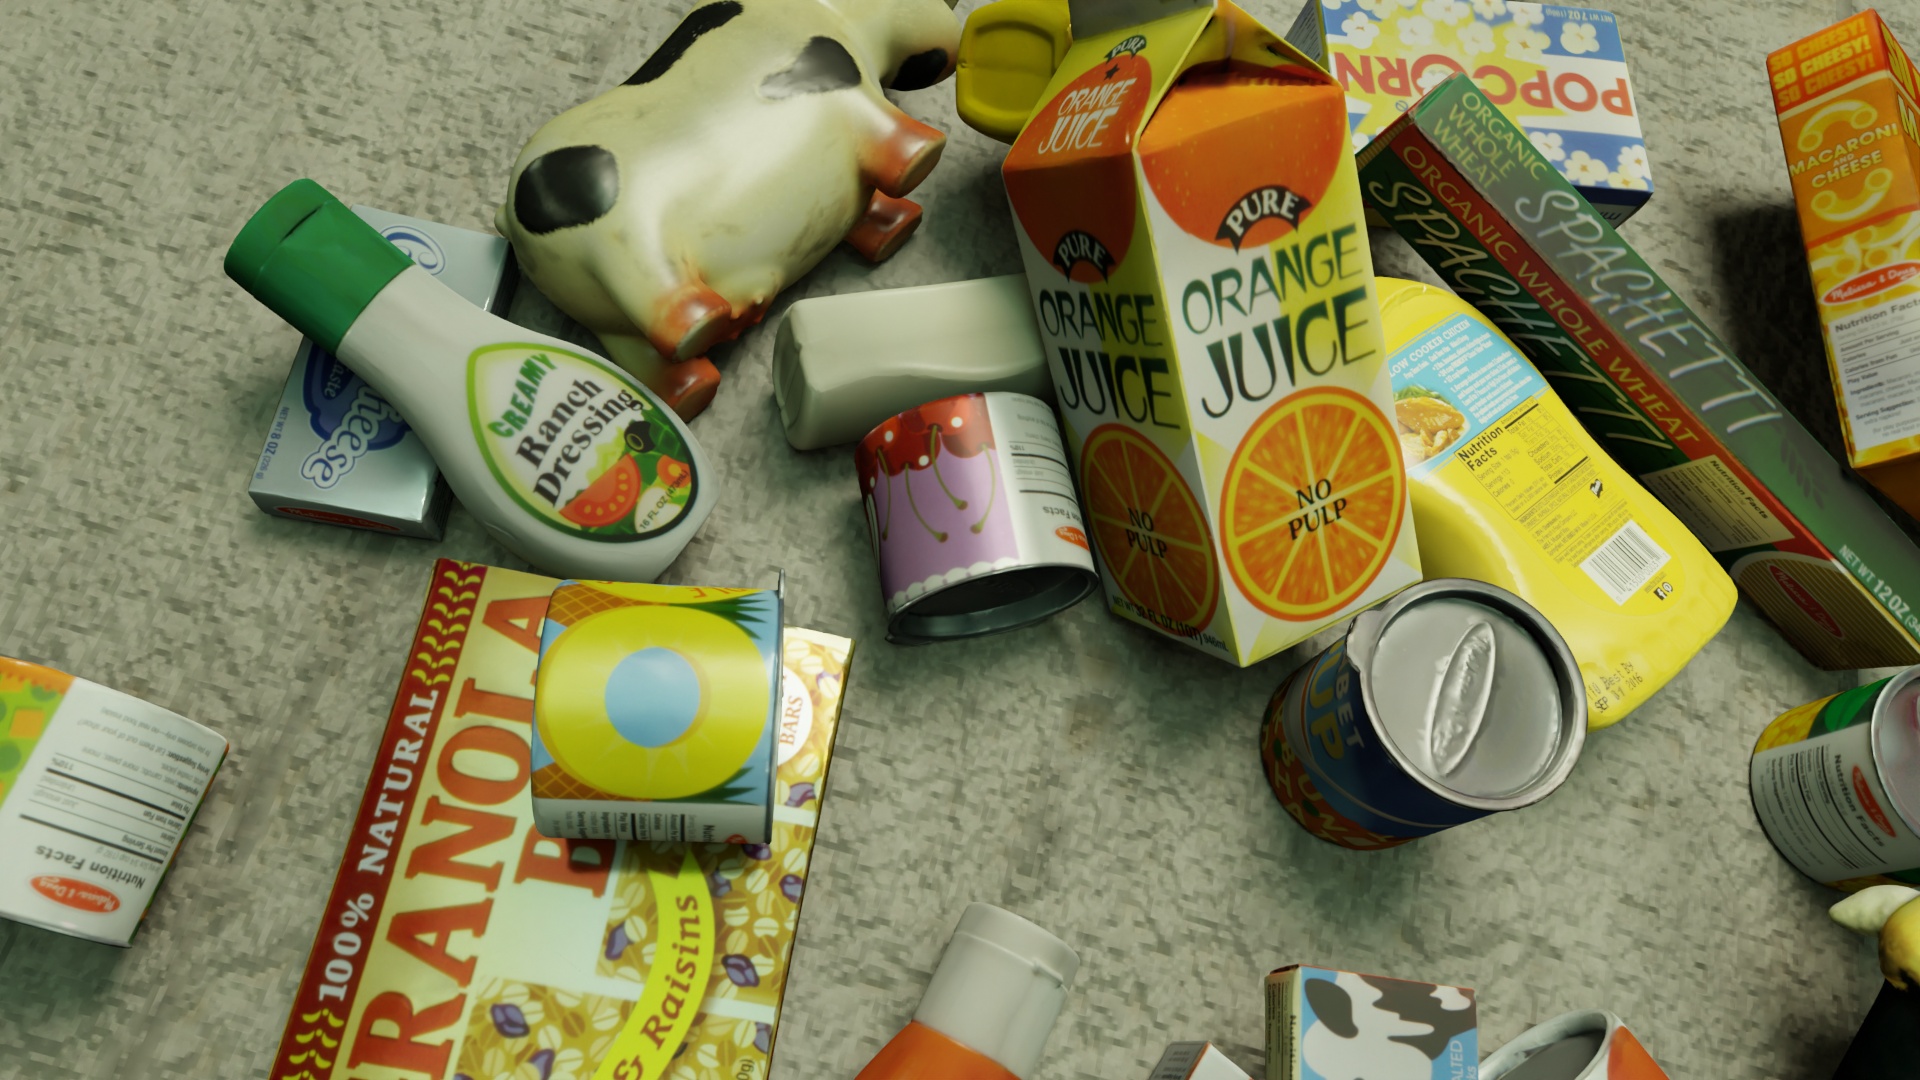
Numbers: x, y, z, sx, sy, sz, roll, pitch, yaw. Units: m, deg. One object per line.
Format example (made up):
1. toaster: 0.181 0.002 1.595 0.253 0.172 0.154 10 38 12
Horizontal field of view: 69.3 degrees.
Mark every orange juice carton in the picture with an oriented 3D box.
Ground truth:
1. orange juice carton: 0.071 -0.068 0.409 0.073 0.072 0.192 -23 110 -21

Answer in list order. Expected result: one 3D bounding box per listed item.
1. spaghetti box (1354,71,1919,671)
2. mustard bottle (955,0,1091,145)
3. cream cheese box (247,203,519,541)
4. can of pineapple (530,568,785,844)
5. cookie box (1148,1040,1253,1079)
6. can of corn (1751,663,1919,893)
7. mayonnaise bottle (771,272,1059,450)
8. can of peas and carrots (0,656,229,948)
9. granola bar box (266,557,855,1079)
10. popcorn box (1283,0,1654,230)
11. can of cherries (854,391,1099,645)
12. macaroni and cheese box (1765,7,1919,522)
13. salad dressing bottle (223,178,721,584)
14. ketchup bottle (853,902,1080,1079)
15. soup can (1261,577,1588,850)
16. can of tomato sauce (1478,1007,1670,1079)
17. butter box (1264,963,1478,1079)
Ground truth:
1. spaghetti box: 0.234 -0.054 0.473 0.029 0.050 0.250 -44 91 -12
2. mustard bottle: 0.071 -0.156 0.489 0.161 0.048 0.065 -8 24 -44
3. cream cheese box: -0.180 -0.053 0.442 0.053 0.024 0.104 11 68 -6
4. can of pineapple: -0.075 0.042 0.357 0.058 0.070 0.071 3 69 -9
5. cookie box: 0.064 0.240 0.361 0.123 0.040 0.168 38 68 5
6. can of corn: 0.308 0.078 0.452 0.071 0.058 0.071 3 69 -8
7. mayonnaise bottle: 0.015 -0.064 0.459 0.148 0.064 0.041 -12 77 -17
8. can of peas and carrots: -0.240 0.068 0.364 0.071 0.070 0.059 18 68 -2
9. granola bar box: -0.106 0.097 0.388 0.124 0.039 0.166 11 68 -5
10. popcorn box: 0.194 -0.164 0.536 0.127 0.038 0.085 2 71 -9
11. can of cherries: 0.002 -0.005 0.432 0.071 0.071 0.058 -9 71 -12
12. macaroni and cheese box: 0.347 -0.089 0.502 0.124 0.040 0.167 20 62 -37
13. salad dressing bottle: -0.142 -0.044 0.410 0.147 0.044 0.064 39 60 -14
14. ketchup bottle: -0.015 0.171 0.369 0.064 0.043 0.149 40 65 -23
15. soup can: 0.133 0.054 0.419 0.071 0.083 0.071 3 69 -8
16. can of tomato sauce: 0.183 0.185 0.386 0.071 0.071 0.083 -33 77 -19
17. butter box: 0.107 0.168 0.362 0.053 0.024 0.104 9 66 -7
